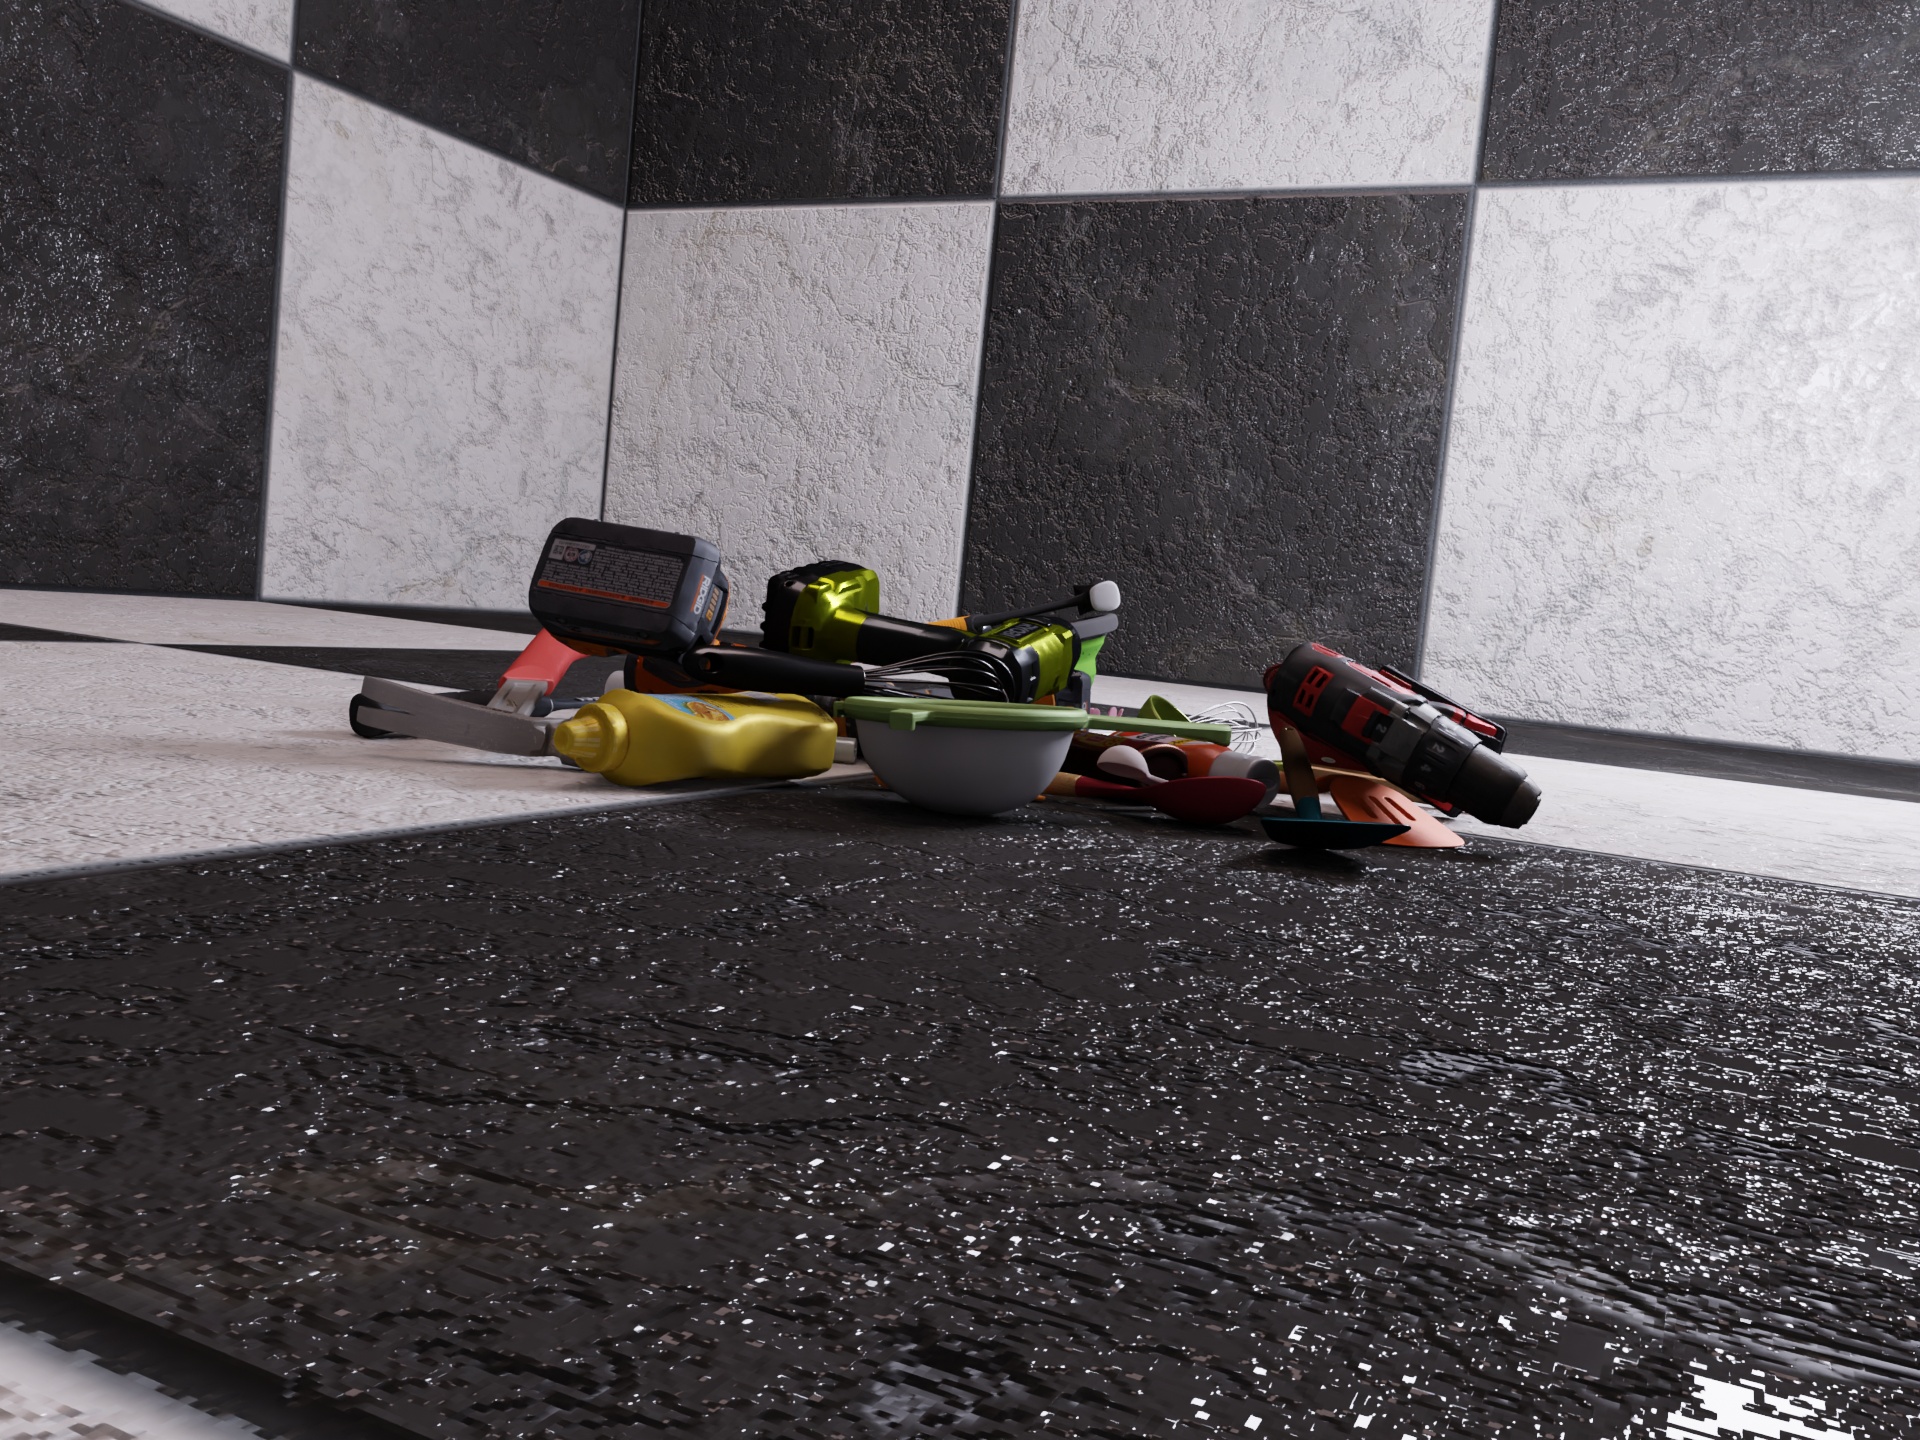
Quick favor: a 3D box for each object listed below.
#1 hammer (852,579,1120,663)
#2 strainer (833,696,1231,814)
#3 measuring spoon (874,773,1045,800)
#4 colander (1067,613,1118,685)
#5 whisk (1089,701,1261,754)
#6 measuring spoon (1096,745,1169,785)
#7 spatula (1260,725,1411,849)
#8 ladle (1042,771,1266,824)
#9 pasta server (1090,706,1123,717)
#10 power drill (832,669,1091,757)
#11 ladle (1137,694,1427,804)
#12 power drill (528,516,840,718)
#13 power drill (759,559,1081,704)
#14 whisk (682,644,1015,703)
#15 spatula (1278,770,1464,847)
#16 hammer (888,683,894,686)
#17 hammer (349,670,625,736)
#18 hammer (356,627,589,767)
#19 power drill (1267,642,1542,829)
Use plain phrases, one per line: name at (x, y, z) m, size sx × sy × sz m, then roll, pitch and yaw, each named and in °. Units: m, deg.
hammer at (-0.009, -0.096, 1.656) m, size 0.337 × 0.034 × 0.127 m, roll -13°, pitch 4°, yaw -10°
strainer at (0.051, 0.025, 0.992) m, size 0.256 × 0.069 × 0.151 m, roll 4°, pitch 2°, yaw -19°
measuring spoon at (-0.001, 0.047, 1.066) m, size 0.117 × 0.011 × 0.021 m, roll 8°, pitch -2°, yaw -7°
colander at (0.075, -0.042, 1.563) m, size 0.204 × 0.094 × 0.397 m, roll -12°, pitch 4°, yaw -3°
whisk at (0.180, 0.015, 1.445) m, size 0.246 × 0.059 × 0.058 m, roll -2°, pitch 8°, yaw -34°
measuring spoon at (0.146, 0.039, 1.089) m, size 0.124 × 0.018 × 0.034 m, roll 20°, pitch -15°, yaw -31°
spatula at (0.226, 0.038, 1.034) m, size 0.082 × 0.044 × 0.317 m, roll 2°, pitch 14°, yaw 7°
ladle at (0.059, 0.041, 1.087) m, size 0.315 × 0.031 × 0.069 m, roll 6°, pitch -13°, yaw 36°
pasta server at (0.001, 0.001, 1.469) m, size 0.316 × 0.040 × 0.060 m, roll 3°, pitch -1°, yaw -18°
power drill at (-0.002, -0.004, 1.285) m, size 0.226 × 0.084 × 0.185 m, roll -2°, pitch 9°, yaw -30°
ladle at (0.297, 0.033, 1.317) m, size 0.320 × 0.062 × 0.078 m, roll 10°, pitch 6°, yaw 25°
power drill at (-0.183, -0.053, 1.108) m, size 0.164 × 0.084 × 0.226 m, roll 11°, pitch -17°, yaw 16°
power drill at (-0.025, -0.063, 1.223) m, size 0.223 × 0.080 × 0.171 m, roll 13°, pitch 18°, yaw 22°
whisk at (-0.068, -0.028, 1.047) m, size 0.238 × 0.055 × 0.055 m, roll 6°, pitch 4°, yaw -29°
spatula at (0.236, 0.055, 1.167) m, size 0.081 × 0.041 × 0.323 m, roll 4°, pitch 0°, yaw -22°
hammer at (-0.112, -0.025, 1.563) m, size 0.130 × 0.031 × 0.331 m, roll 3°, pitch 0°, yaw -12°
hammer at (-0.319, -0.010, 1.249) m, size 0.149 × 0.036 × 0.409 m, roll 8°, pitch 6°, yaw 22°
hammer at (-0.319, -0.035, 1.155) m, size 0.149 × 0.036 × 0.359 m, roll 13°, pitch 11°, yaw -10°
power drill at (0.328, 0.019, 1.125) m, size 0.188 × 0.080 × 0.226 m, roll 32°, pitch 9°, yaw 24°
